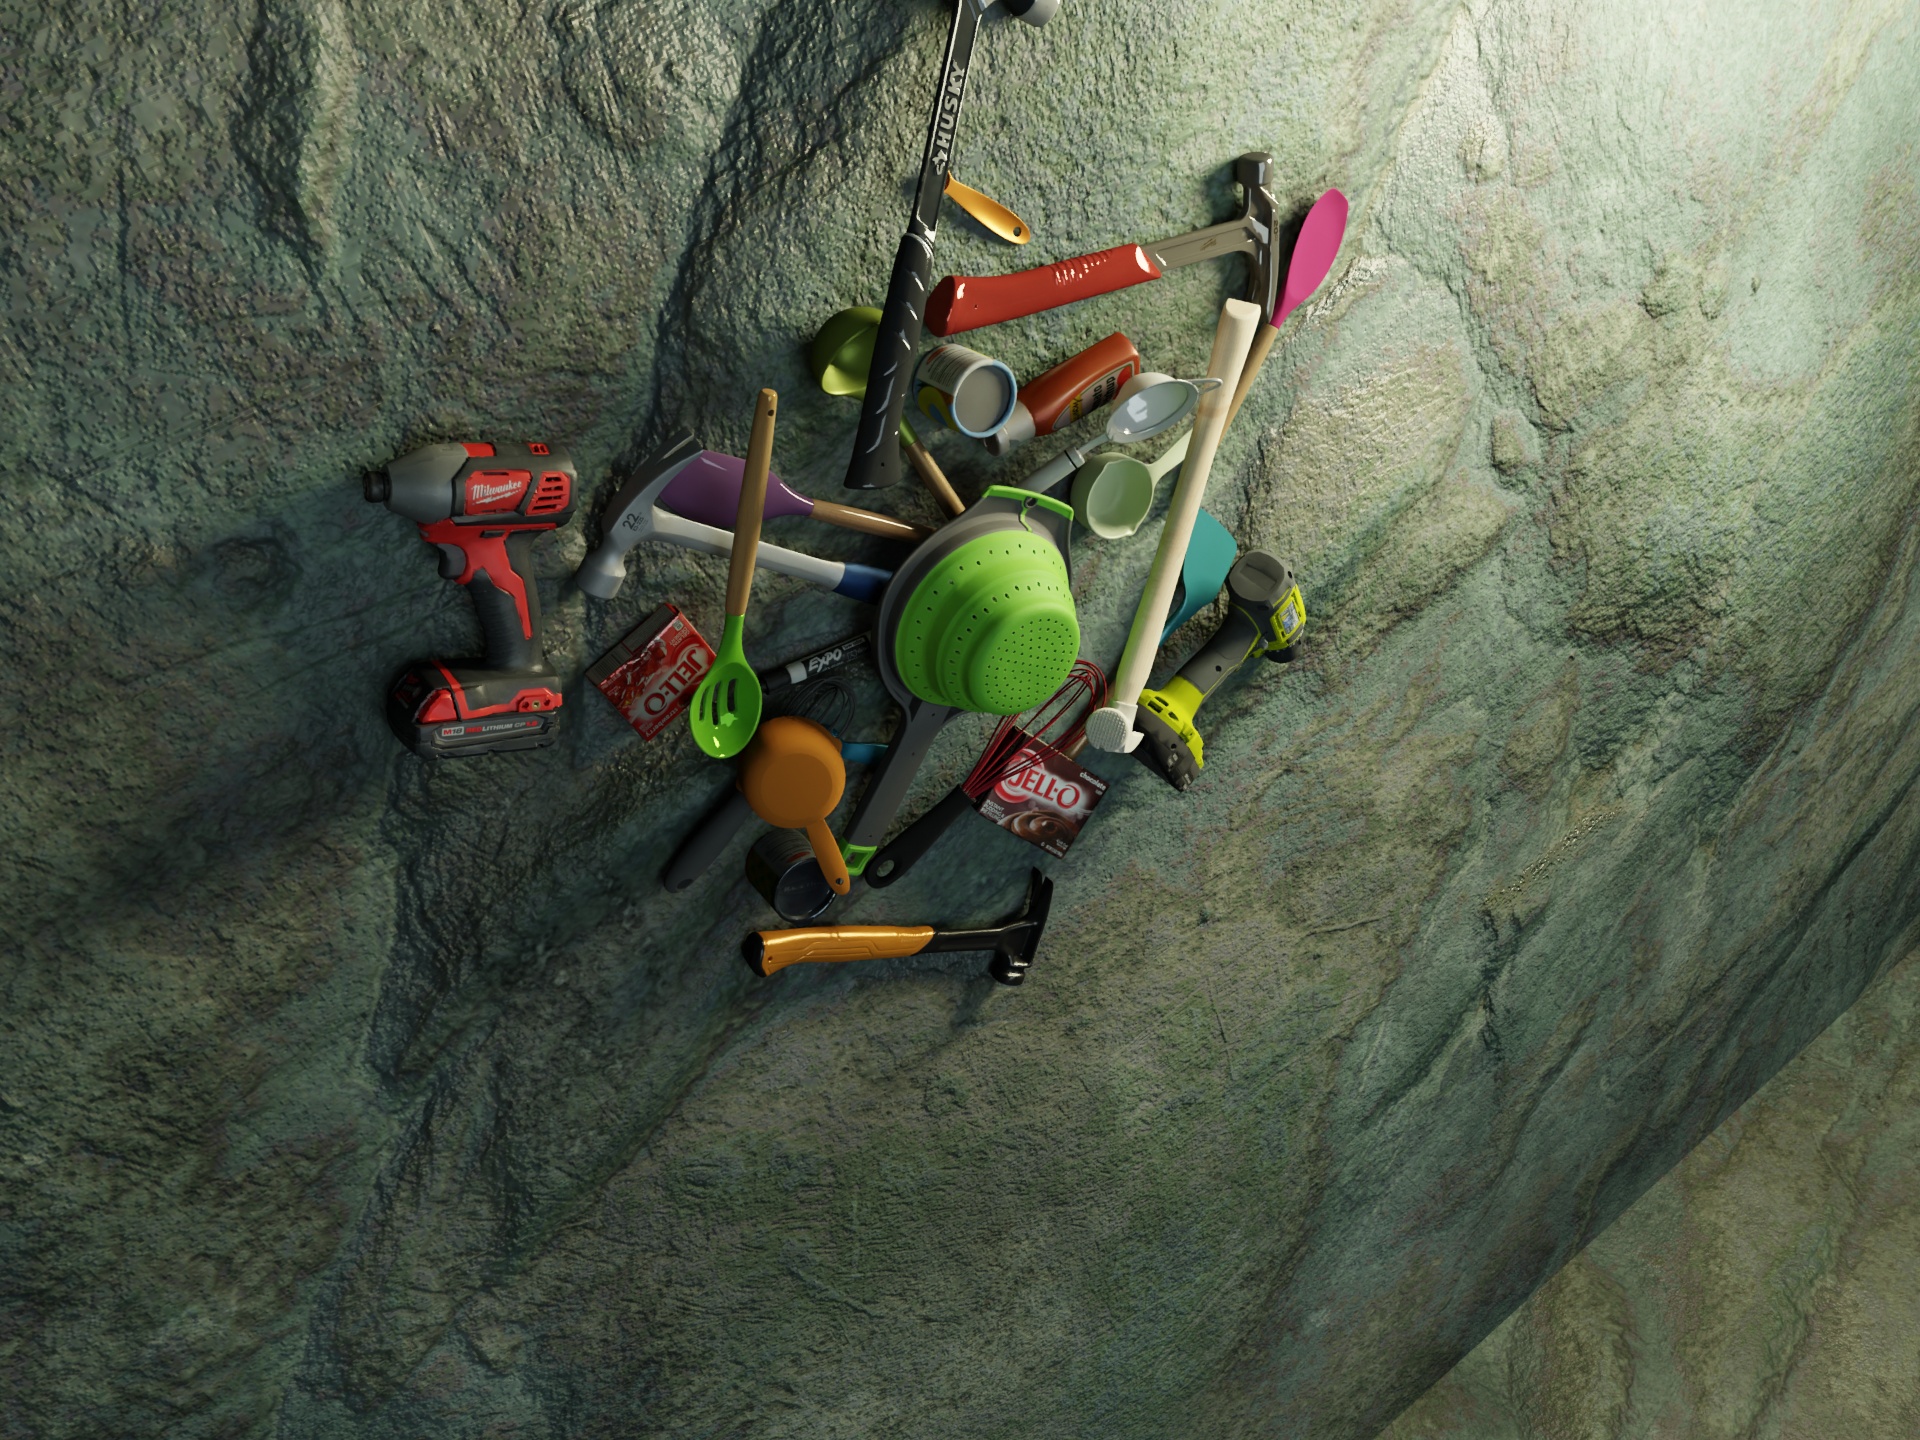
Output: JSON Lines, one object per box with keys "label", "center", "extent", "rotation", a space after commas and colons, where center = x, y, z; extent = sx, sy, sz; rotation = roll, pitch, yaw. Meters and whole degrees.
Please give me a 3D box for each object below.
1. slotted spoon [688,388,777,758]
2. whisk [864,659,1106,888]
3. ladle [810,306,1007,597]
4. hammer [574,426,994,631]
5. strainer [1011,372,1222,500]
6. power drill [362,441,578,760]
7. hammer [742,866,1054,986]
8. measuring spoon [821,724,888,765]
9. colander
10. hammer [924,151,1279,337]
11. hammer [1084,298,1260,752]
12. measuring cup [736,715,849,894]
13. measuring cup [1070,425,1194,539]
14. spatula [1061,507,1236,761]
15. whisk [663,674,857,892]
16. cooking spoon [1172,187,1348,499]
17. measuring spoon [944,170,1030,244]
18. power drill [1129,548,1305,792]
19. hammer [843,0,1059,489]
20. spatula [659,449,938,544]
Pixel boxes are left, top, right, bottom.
{"label": "slotted spoon", "center": [-0.168, -0.107, 1.219], "extent": [0.070, 0.031, 0.313], "rotation": [-17, 133, -39]}
{"label": "whisk", "center": [0.020, 0.053, 1.471], "extent": [0.296, 0.073, 0.073], "rotation": [-44, 133, 8]}
{"label": "ladle", "center": [-0.025, -0.205, 1.304], "extent": [0.078, 0.062, 0.319], "rotation": [-37, 129, -2]}
{"label": "hammer", "center": [-0.107, -0.125, 1.301], "extent": [0.405, 0.035, 0.144], "rotation": [12, 121, -42]}
{"label": "strainer", "center": [0.103, -0.234, 1.368], "extent": [0.258, 0.050, 0.086], "rotation": [-34, 158, 11]}
{"label": "power drill", "center": [-0.350, -0.089, 1.130], "extent": [0.143, 0.079, 0.219], "rotation": [-7, 115, -34]}
{"label": "hammer", "center": [-0.055, 0.207, 1.536], "extent": [0.336, 0.034, 0.127], "rotation": [2, 113, -37]}
{"label": "measuring spoon", "center": [-0.086, 0.032, 1.424], "extent": [0.128, 0.021, 0.042], "rotation": [9, 109, -38]}
{"label": "colander", "center": [-0.002, -0.004, 1.378], "extent": [0.204, 0.095, 0.397], "rotation": [8, 118, -42]}
{"label": "hammer", "center": [0.129, -0.373, 1.351], "extent": [0.359, 0.037, 0.149], "rotation": [-23, 126, -26]}
{"label": "hammer", "center": [0.195, -0.170, 1.425], "extent": [0.146, 0.038, 0.410], "rotation": [0, 107, -77]}
{"label": "measuring cup", "center": [-0.125, 0.082, 1.329], "extent": [0.095, 0.052, 0.173], "rotation": [-23, 111, -5]}
{"label": "measuring cup", "center": [0.168, -0.234, 1.457], "extent": [0.167, 0.038, 0.083], "rotation": [-40, 131, -15]}
{"label": "spatula", "center": [0.169, -0.059, 1.565], "extent": [0.082, 0.044, 0.317], "rotation": [32, 98, -44]}
{"label": "whisk", "center": [-0.173, 0.056, 1.362], "extent": [0.239, 0.055, 0.055], "rotation": [-49, 133, 2]}
{"label": "cooking spoon", "center": [0.278, -0.345, 1.488], "extent": [0.068, 0.017, 0.319], "rotation": [17, 103, -50]}
{"label": "measuring spoon", "center": [0.015, -0.409, 1.267], "extent": [0.116, 0.011, 0.021], "rotation": [18, 102, -45]}
{"label": "power drill", "center": [0.260, -0.044, 1.588], "extent": [0.228, 0.080, 0.190], "rotation": [-49, 153, -3]}
{"label": "hammer", "center": [-0.031, -0.370, 1.177], "extent": [0.149, 0.036, 0.409], "rotation": [9, 95, -38]}
{"label": "spatula", "center": [-0.104, -0.167, 1.304], "extent": [0.315, 0.018, 0.059], "rotation": [8, 117, -38]}
